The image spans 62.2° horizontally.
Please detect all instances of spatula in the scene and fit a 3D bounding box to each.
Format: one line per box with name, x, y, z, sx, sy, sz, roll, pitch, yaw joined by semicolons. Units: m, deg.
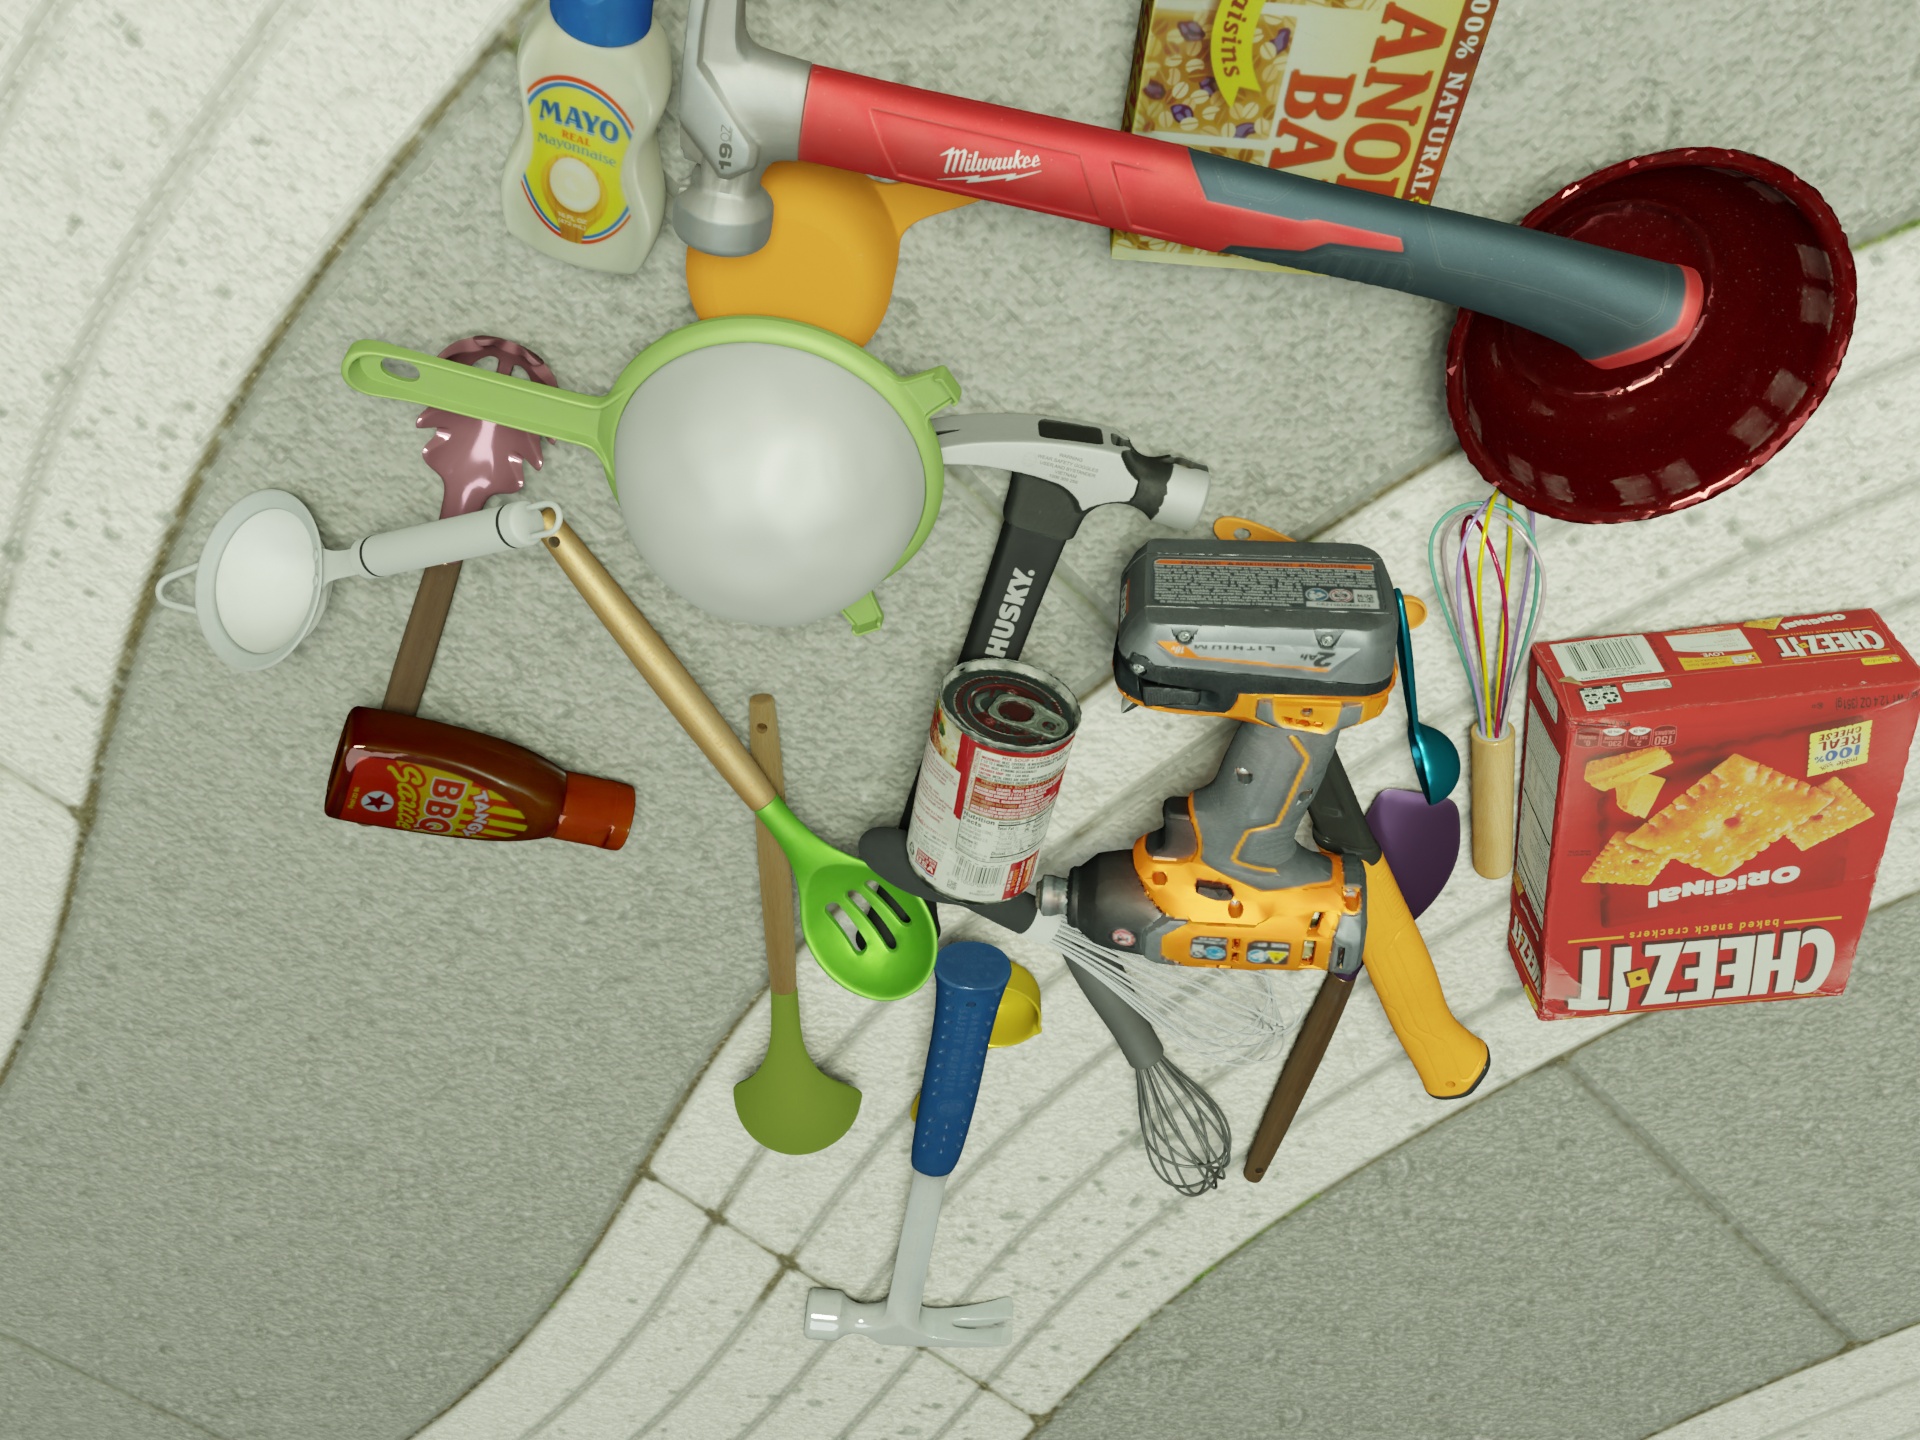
spatula;0.219;0.166;0.931;0.059;0.018;0.315;11;124;-5

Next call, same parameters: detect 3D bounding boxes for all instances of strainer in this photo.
strainer;-0.134;-0.102;0.664;0.256;0.069;0.151;14;135;-9
strainer;-0.269;-0.071;0.719;0.258;0.087;0.050;-6;172;33

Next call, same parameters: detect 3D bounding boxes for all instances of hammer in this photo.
hammer;-0.013;0.282;0.988;0.144;0.035;0.405;7;131;-4
hammer;0.093;-0.204;0.580;0.386;0.038;0.143;10;135;-6
hammer;0.205;0.085;0.846;0.127;0.034;0.336;-19;120;20
hammer;-0.001;-0.003;0.806;0.146;0.035;0.334;13;125;-9

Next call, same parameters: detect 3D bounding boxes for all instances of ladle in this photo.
ladle;-0.100;0.123;0.902;0.078;0.062;0.320;1;119;3

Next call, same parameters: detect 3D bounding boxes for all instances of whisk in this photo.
whisk;0.106;0.198;0.943;0.055;0.055;0.238;-21;118;15
whisk;0.067;0.120;0.855;0.284;0.070;0.070;26;122;-21
whisk;0.262;-0.009;0.790;0.051;0.047;0.244;-8;128;8

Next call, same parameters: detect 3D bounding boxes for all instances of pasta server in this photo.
pasta server;-0.258;-0.055;0.772;0.060;0.040;0.316;19;125;-17

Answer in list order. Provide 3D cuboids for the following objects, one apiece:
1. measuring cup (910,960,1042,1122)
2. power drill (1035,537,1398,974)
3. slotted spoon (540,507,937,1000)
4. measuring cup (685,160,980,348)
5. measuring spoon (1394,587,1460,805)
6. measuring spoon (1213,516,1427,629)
measuring cup;0.001;0.194;0.957;0.062;0.029;0.156;18;133;-11
power drill;0.117;0.029;0.750;0.164;0.084;0.226;2;128;6
slotted spoon;-0.113;0.021;0.807;0.070;0.031;0.313;-31;110;14
measuring cup;-0.032;-0.200;0.652;0.173;0.052;0.095;-17;123;16
measuring spoon;0.231;-0.013;0.785;0.021;0.042;0.128;-13;124;8
measuring spoon;0.174;-0.073;0.767;0.117;0.011;0.021;23;132;-11
